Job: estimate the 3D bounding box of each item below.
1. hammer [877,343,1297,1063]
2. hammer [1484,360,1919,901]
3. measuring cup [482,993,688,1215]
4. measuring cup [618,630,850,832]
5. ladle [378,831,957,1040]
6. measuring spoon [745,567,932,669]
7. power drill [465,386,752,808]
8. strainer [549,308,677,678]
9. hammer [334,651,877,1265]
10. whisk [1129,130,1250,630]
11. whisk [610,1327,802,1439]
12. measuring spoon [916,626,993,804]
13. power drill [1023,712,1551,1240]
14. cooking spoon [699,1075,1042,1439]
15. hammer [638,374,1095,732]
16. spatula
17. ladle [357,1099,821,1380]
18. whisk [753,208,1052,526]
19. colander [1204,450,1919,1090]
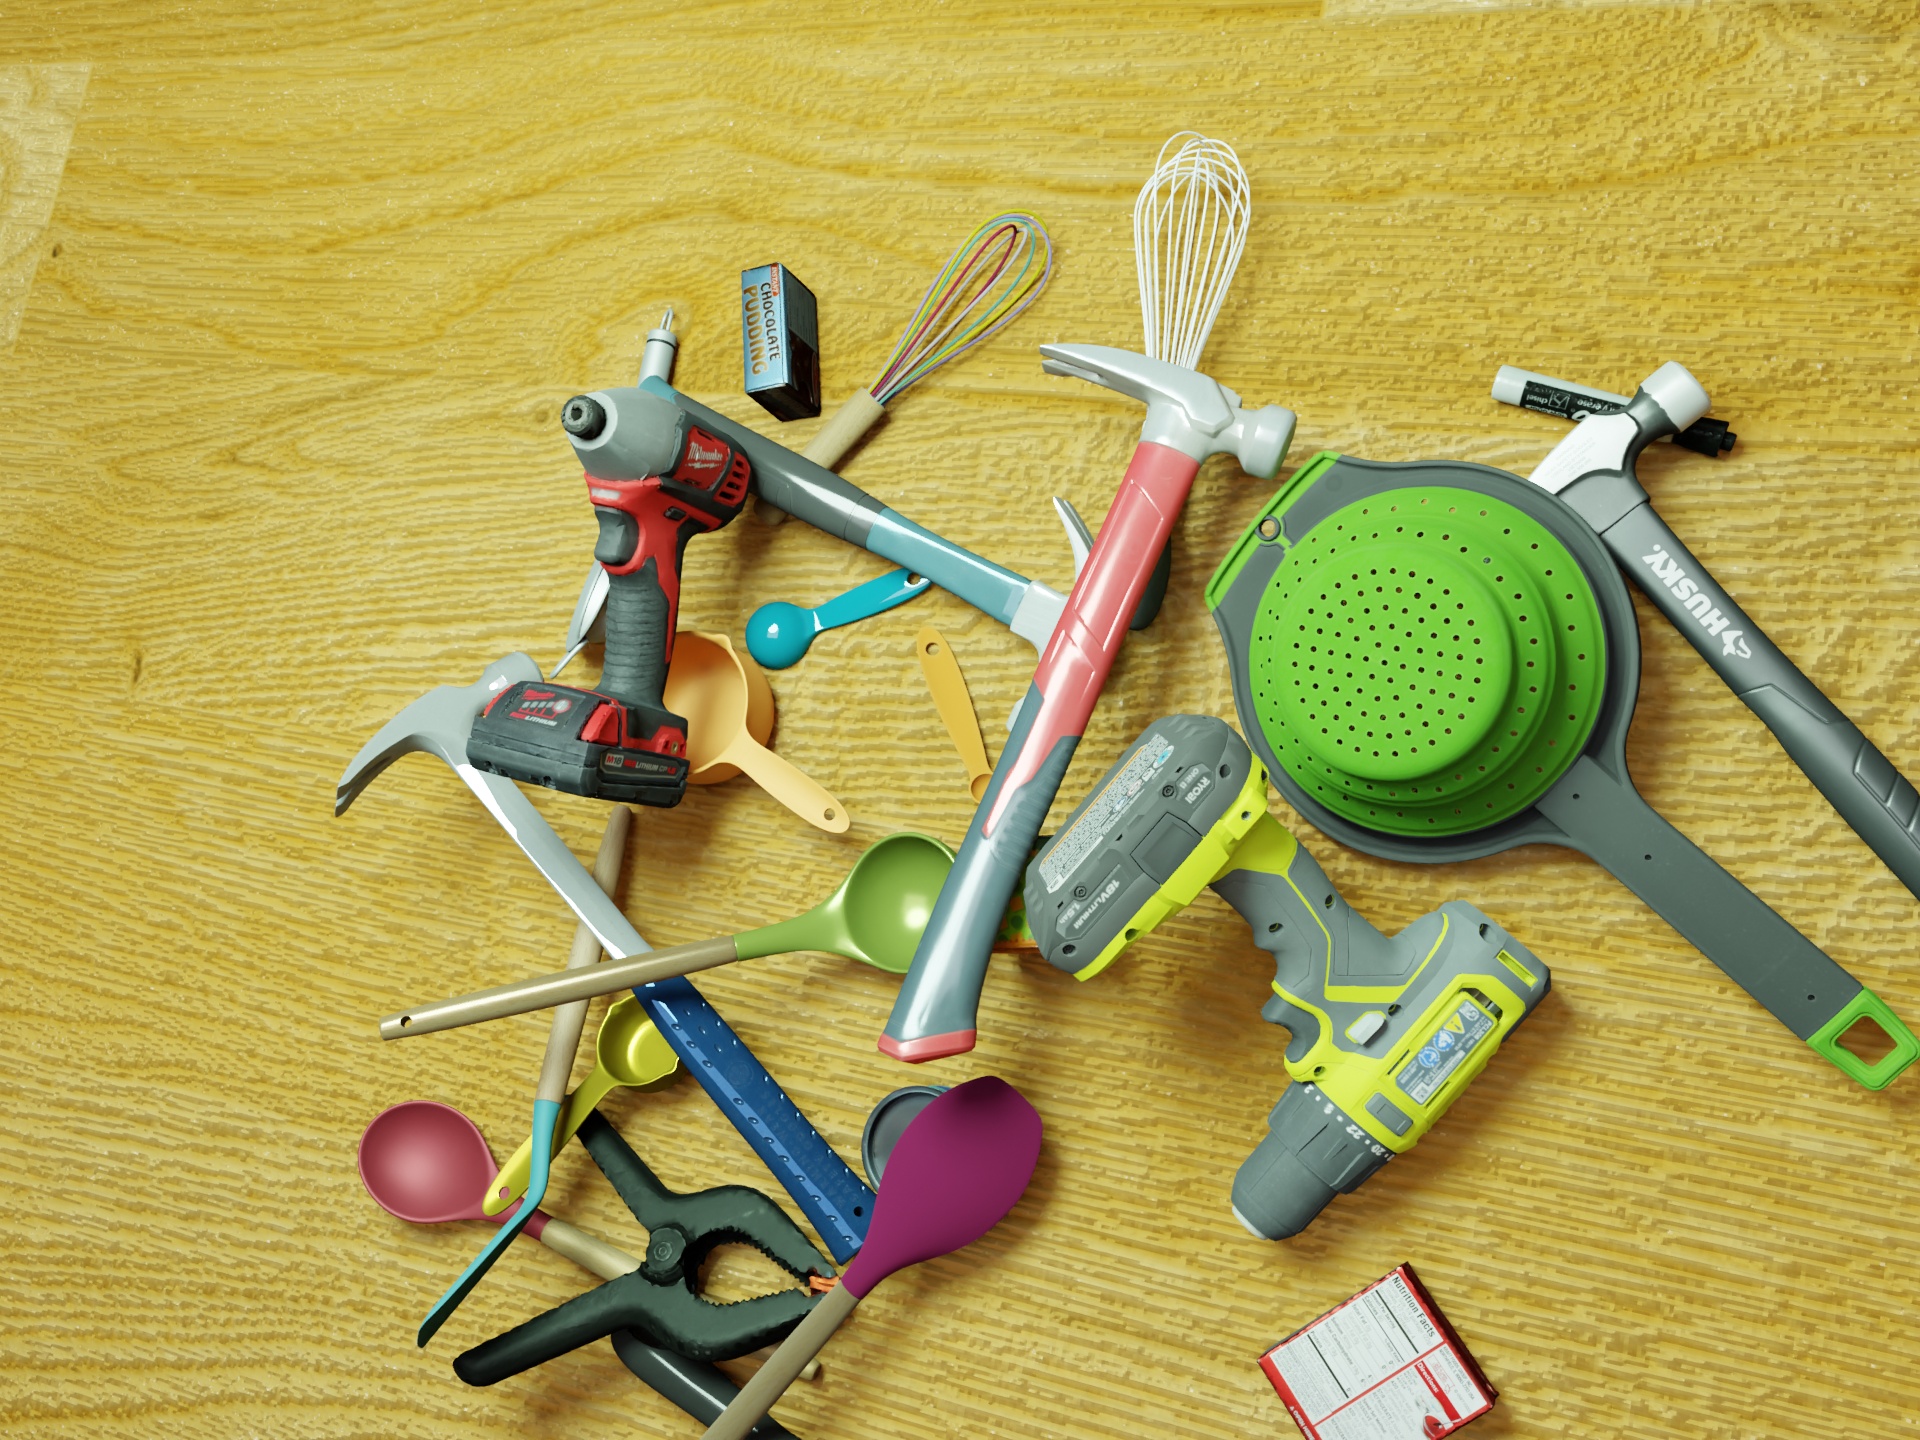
[{"bbox_3d":[0.035,-0.011,0.820,0.143,0.038,0.386,22,81,13],"label":"hammer"},{"bbox_3d":[0.390,-0.004,0.759,0.146,0.035,0.335,-41,71,17],"label":"hammer"},{"bbox_3d":[-0.212,0.224,0.914,0.062,0.029,0.156,36,78,31],"label":"measuring cup"},{"bbox_3d":[-0.123,0.017,0.933,0.174,0.052,0.095,35,92,20],"label":"measuring cup"},{"bbox_3d":[-0.147,0.125,0.849,0.320,0.062,0.078,-12,72,-12],"label":"ladle"},{"bbox_3d":[-0.074,-0.068,0.947,0.128,0.021,0.042,-21,73,15],"label":"measuring spoon"},{"bbox_3d":[-0.187,-0.069,0.867,0.078,0.143,0.220,12,87,22],"label":"power drill"},{"bbox_3d":[-0.207,-0.143,1.001,0.087,0.050,0.258,-17,60,61],"label":"strainer"},{"bbox_3d":[-0.187,0.138,0.895,0.144,0.035,0.406,-34,75,-36],"label":"hammer"},{"bbox_3d":[0.118,-0.190,0.892,0.070,0.070,0.284,7,86,20],"label":"whisk"},{"bbox_3d":[-0.076,0.399,0.834,0.296,0.073,0.073,26,88,27],"label":"whisk"},{"bbox_3d":[-0.001,-0.003,0.917,0.021,0.011,0.117,-21,69,-1],"label":"measuring spoon"},{"bbox_3d":[0.143,0.125,0.761,0.228,0.080,0.190,40,94,-11],"label":"power drill"},{"bbox_3d":[-0.073,0.315,0.825,0.069,0.017,0.319,41,89,16],"label":"cooking spoon"},{"bbox_3d":[-0.060,-0.116,0.925,0.331,0.033,0.128,29,100,18],"label":"hammer"},{"bbox_3d":[-0.236,0.188,0.895,0.044,0.082,0.318,14,60,-9],"label":"spatula"},{"bbox_3d":[-0.217,0.304,0.919,0.315,0.031,0.069,20,73,20],"label":"ladle"},{"bbox_3d":[-0.040,-0.212,0.956,0.245,0.047,0.051,-45,70,9],"label":"whisk"},{"bbox_3d":[0.271,0.026,0.745,0.397,0.094,0.204,45,111,19],"label":"colander"}]
